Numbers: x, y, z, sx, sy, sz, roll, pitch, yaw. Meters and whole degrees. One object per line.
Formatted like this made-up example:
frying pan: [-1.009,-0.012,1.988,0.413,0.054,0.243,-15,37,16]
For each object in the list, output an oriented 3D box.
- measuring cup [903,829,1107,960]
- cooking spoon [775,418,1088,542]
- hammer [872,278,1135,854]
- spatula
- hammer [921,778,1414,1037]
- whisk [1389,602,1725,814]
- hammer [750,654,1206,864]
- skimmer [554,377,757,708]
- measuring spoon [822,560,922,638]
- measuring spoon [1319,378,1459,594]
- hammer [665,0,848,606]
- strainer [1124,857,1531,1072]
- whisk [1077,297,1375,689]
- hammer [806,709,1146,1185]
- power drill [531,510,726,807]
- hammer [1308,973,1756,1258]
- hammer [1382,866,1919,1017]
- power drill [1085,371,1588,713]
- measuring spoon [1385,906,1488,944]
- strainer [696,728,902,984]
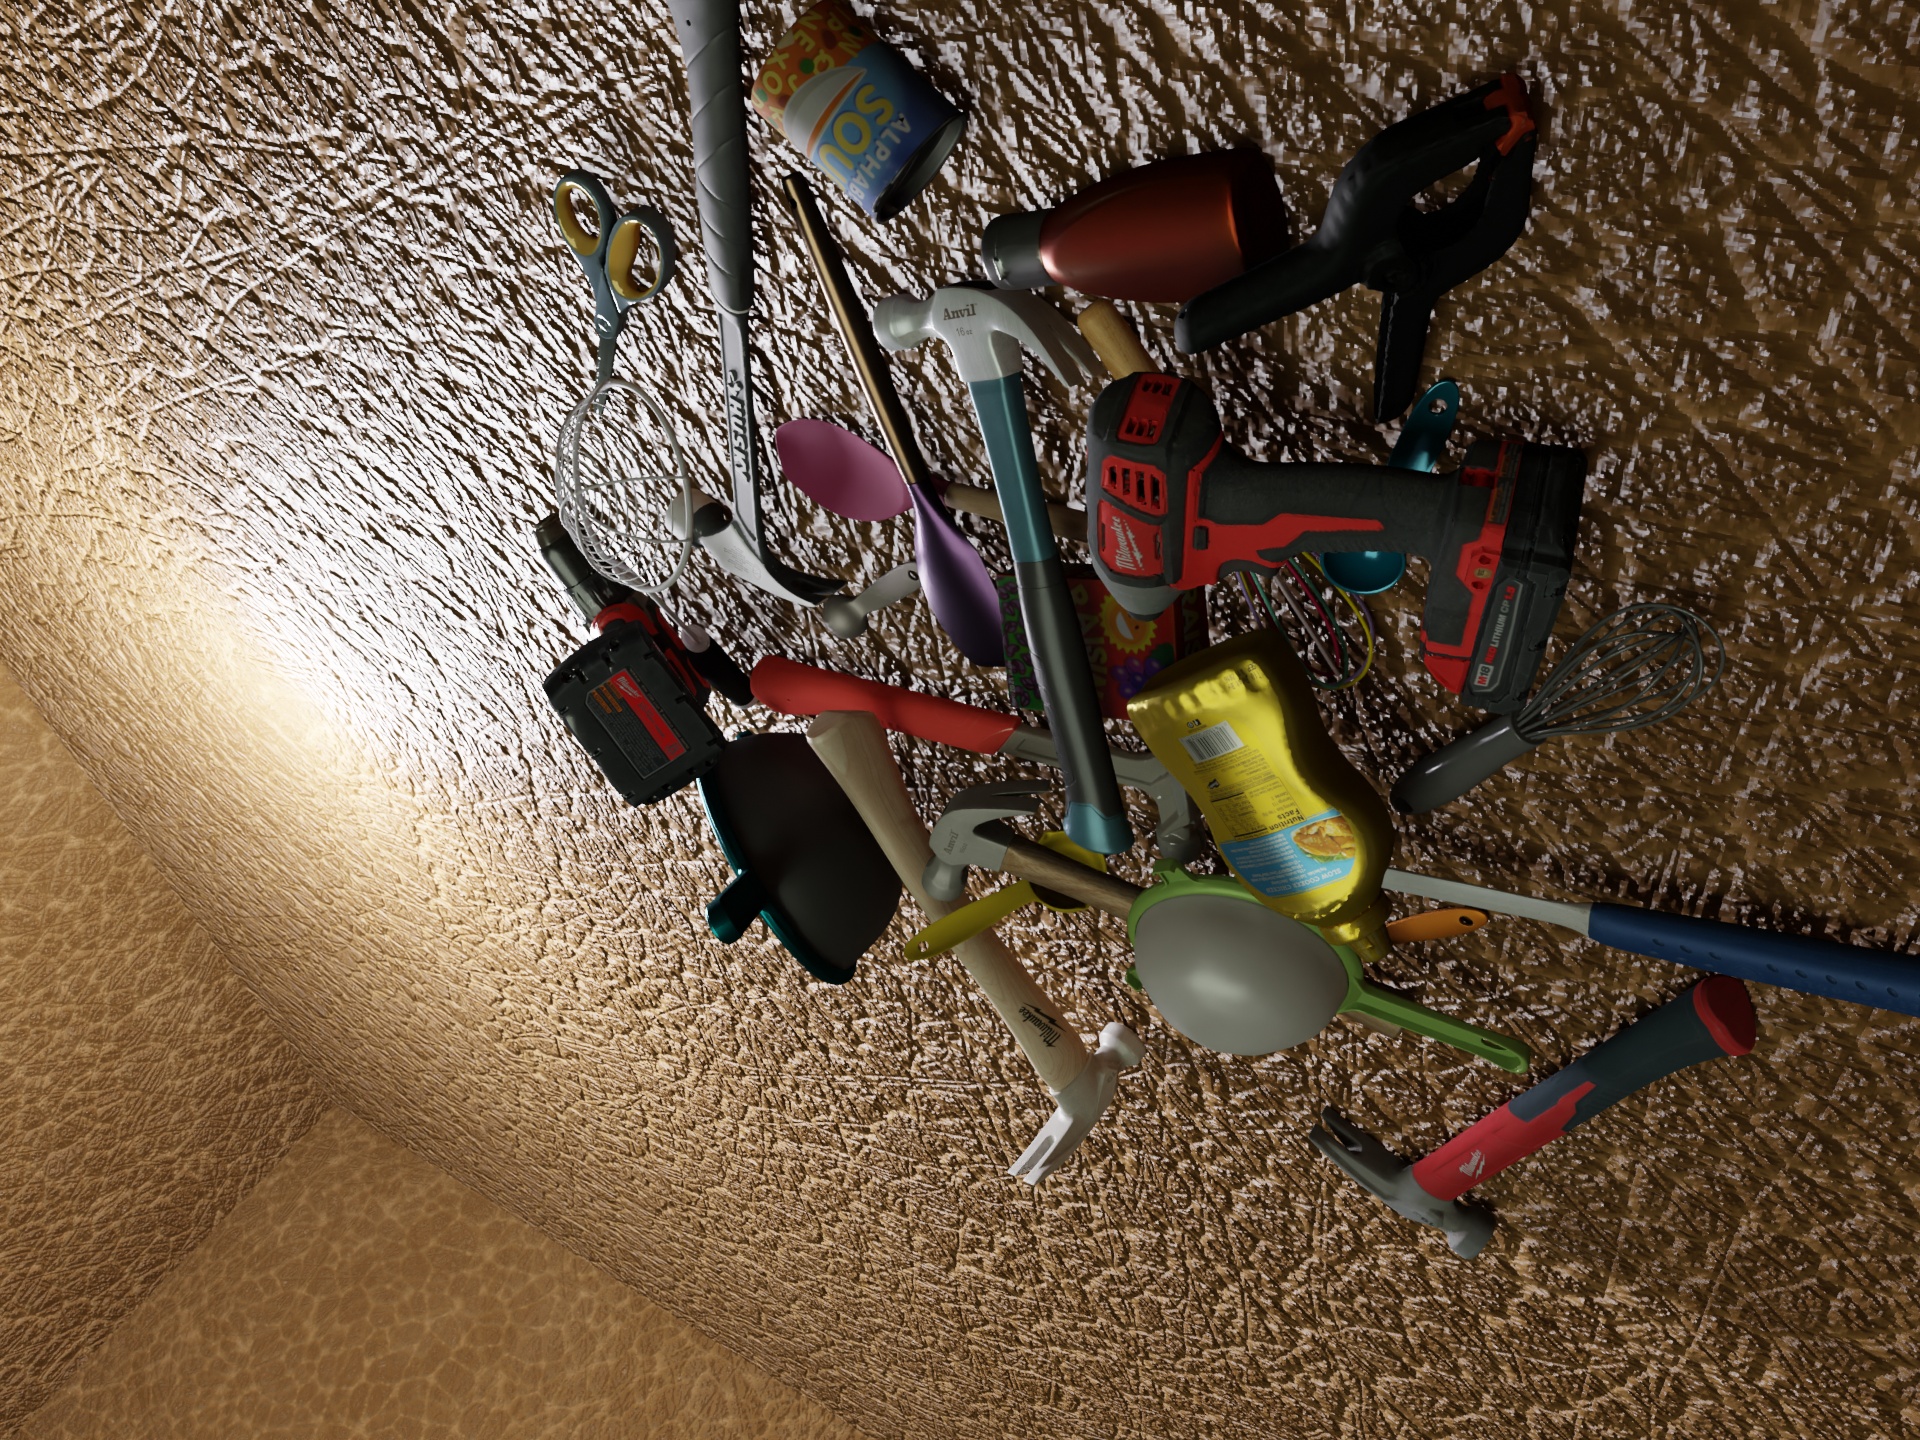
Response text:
measuring cup: [0.031,0.130,1.120,0.062,0.156,0.029,62,-179,17]
cooking spoon: [0.016,-0.128,0.939,0.319,0.017,0.068,18,136,30]
hammer: [0.044,-0.078,0.882,0.128,0.033,0.330,3,116,42]
spatula: [-0.037,-0.163,0.925,0.060,0.018,0.315,3,126,42]
hammer: [0.137,0.128,1.044,0.331,0.031,0.130,22,138,5]
whisk: [0.290,0.004,0.807,0.055,0.055,0.239,40,151,-1]
hammer: [-0.002,-0.003,1.084,0.359,0.037,0.149,14,139,32]
skimmer: [-0.176,-0.095,1.074,0.127,0.090,0.363,50,176,22]
measuring spoon: [-0.058,-0.080,1.066,0.034,0.018,0.124,48,145,-12]
measuring spoon: [0.212,-0.115,0.771,0.042,0.021,0.128,19,135,3]
hammer: [-0.131,-0.232,0.934,0.149,0.036,0.408,35,145,25]
strainer: [0.217,0.183,0.973,0.256,0.069,0.151,19,144,11]
whisk: [0.134,-0.111,0.824,0.245,0.051,0.047,52,150,-13]
hammer: [0.000,0.162,1.159,0.038,0.146,0.410,7,137,51]
power drill: [-0.248,-0.052,1.152,0.187,0.080,0.227,57,-179,-22]
hammer: [0.359,0.243,1.018,0.143,0.038,0.386,36,146,9]
hammer: [0.334,0.109,0.869,0.406,0.035,0.143,10,147,32]
power drill: [0.165,-0.081,0.747,0.220,0.079,0.143,14,146,14]
measuring spoon: [0.281,0.133,0.990,0.021,0.011,0.117,47,146,-11]
strainer: [-0.106,0.090,1.127,0.211,0.095,0.340,59,-175,-3]
